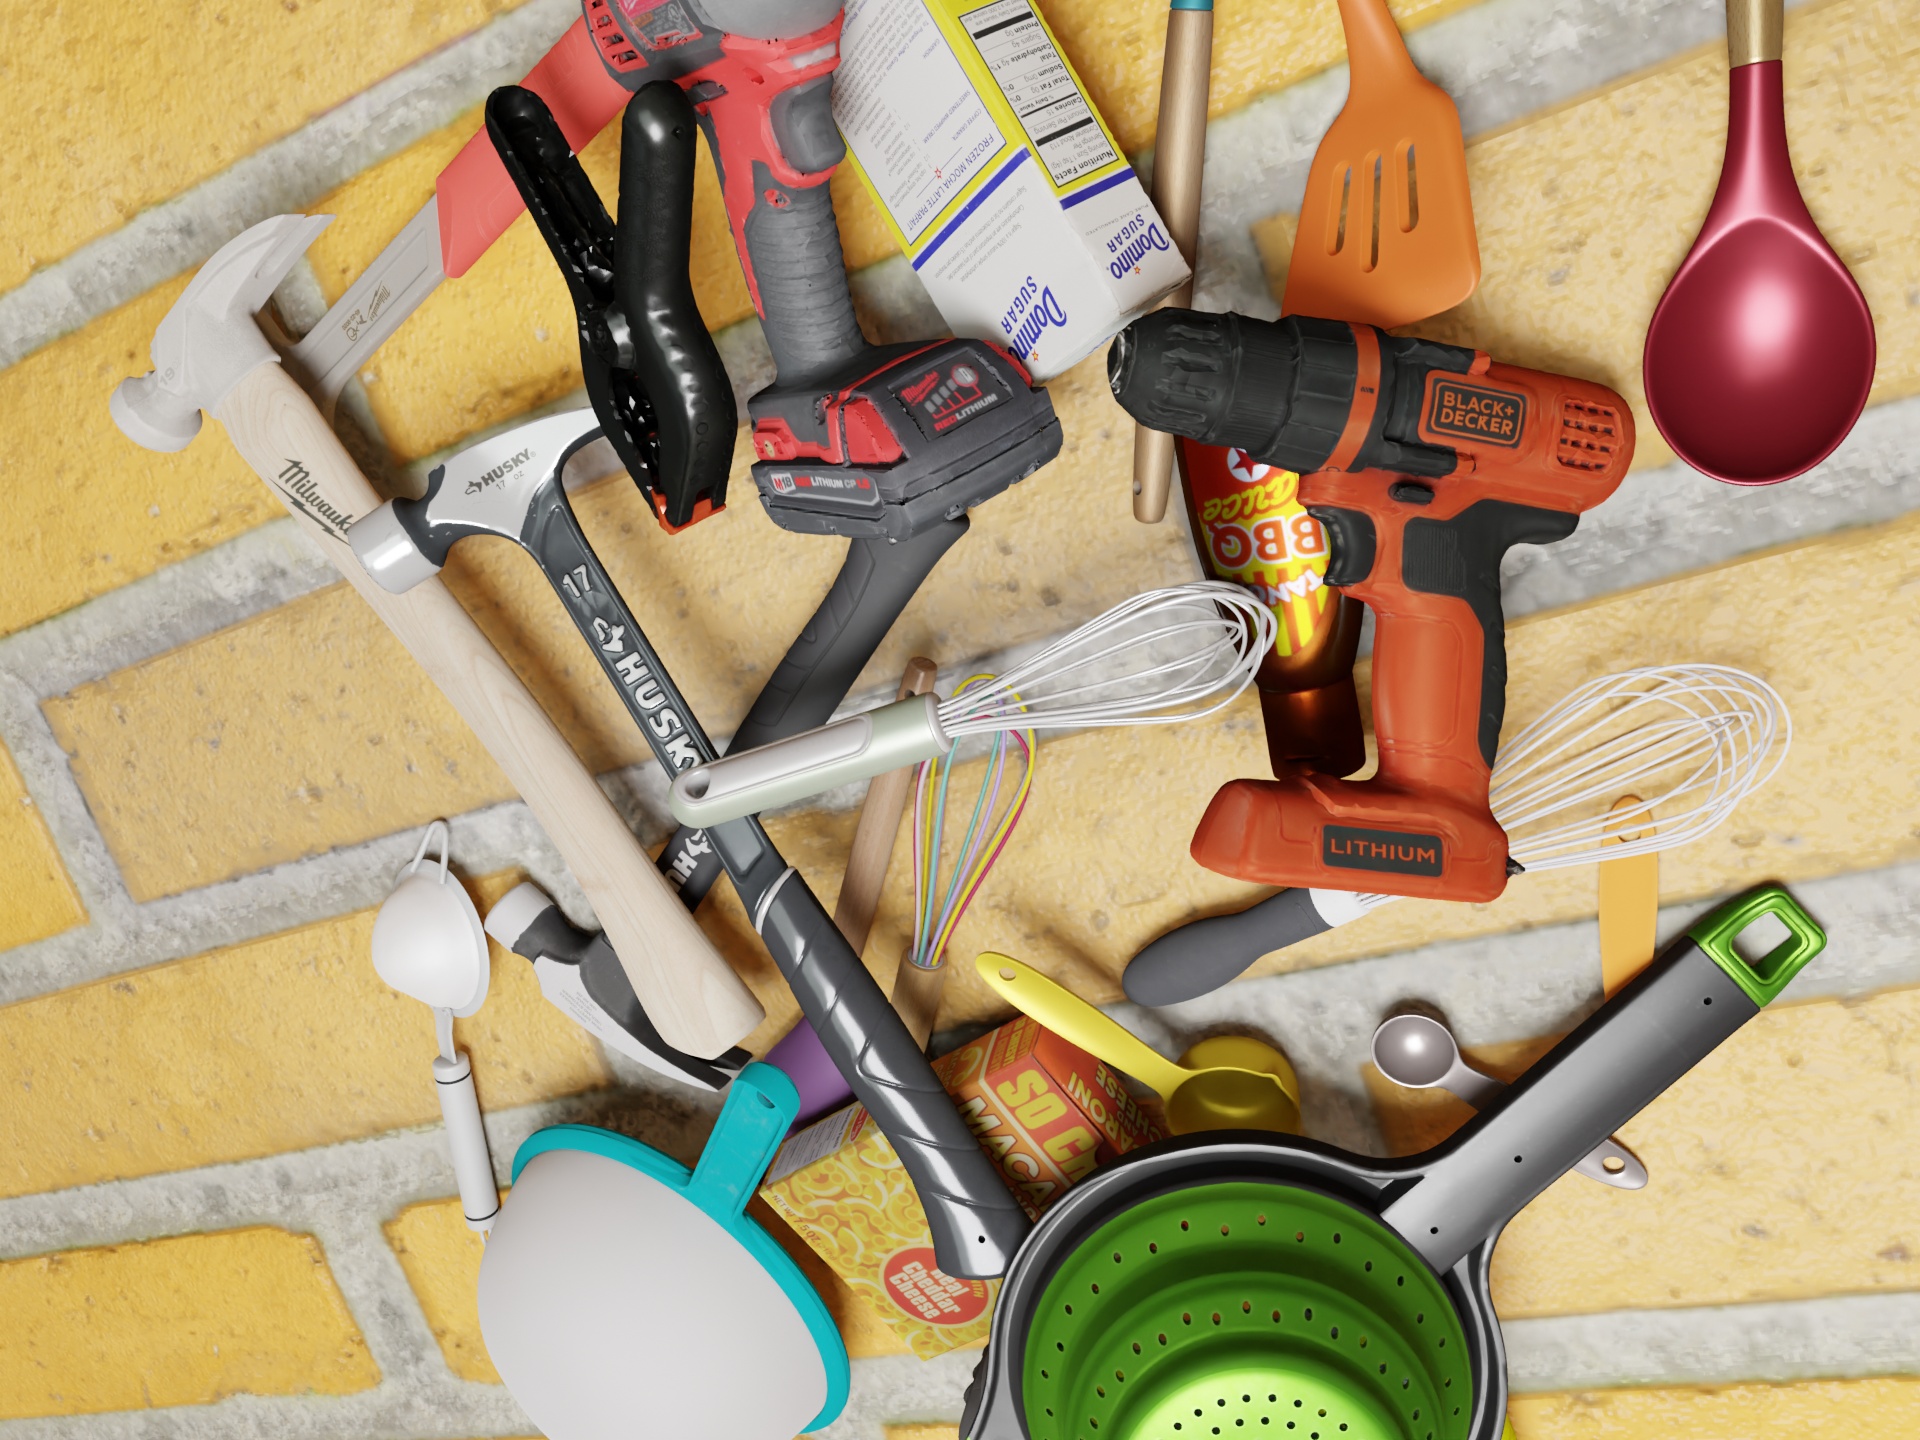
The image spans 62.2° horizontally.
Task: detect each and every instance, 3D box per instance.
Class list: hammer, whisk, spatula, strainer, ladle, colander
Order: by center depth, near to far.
[{"bbox_3d":[0.246,-0.232,0.496,0.069,0.031,0.315,-3,105,20],"label":"ladle"},{"bbox_3d":[0.113,-0.290,0.522,0.081,0.041,0.322,-2,107,51],"label":"spatula"},{"bbox_3d":[0.068,-0.221,0.558,0.082,0.044,0.317,-138,43,-55],"label":"spatula"},{"bbox_3d":[0.167,0.211,0.585,0.204,0.094,0.397,45,100,-3],"label":"colander"},{"bbox_3d":[-0.001,-0.002,0.601,0.246,0.058,0.059,-17,145,14],"label":"whisk"},{"bbox_3d":[0.173,0.054,0.612,0.284,0.070,0.070,-31,95,32],"label":"whisk"},{"bbox_3d":[-0.083,0.054,0.660,0.149,0.036,0.409,-32,91,2],"label":"hammer"},{"bbox_3d":[-0.189,-0.224,0.672,0.359,0.037,0.149,-33,94,28],"label":"hammer"},{"bbox_3d":[-0.009,0.090,0.706,0.047,0.051,0.244,18,117,9],"label":"whisk"},{"bbox_3d":[-0.215,-0.026,0.713,0.146,0.038,0.410,-36,92,28],"label":"hammer"},{"bbox_3d":[-0.094,0.032,0.724,0.146,0.035,0.334,40,118,6],"label":"hammer"},{"bbox_3d":[-0.145,0.268,0.736,0.211,0.095,0.340,36,137,8],"label":"strainer"},{"bbox_3d":[-0.052,0.109,0.737,0.060,0.018,0.315,22,119,12],"label":"spatula"},{"bbox_3d":[-0.273,0.179,0.846,0.087,0.050,0.258,14,118,37],"label":"strainer"}]

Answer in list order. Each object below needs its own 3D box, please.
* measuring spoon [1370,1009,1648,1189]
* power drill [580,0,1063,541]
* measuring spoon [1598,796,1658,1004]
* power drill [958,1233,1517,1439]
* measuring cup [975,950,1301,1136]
[{"bbox_3d":[0.225,0.154,0.650,0.124,0.018,0.034,30,117,2],"label":"measuring spoon"},{"bbox_3d":[-0.049,-0.179,0.561,0.143,0.078,0.219,12,129,54],"label":"power drill"},{"bbox_3d":[0.257,0.084,0.613,0.021,0.011,0.117,1,105,22],"label":"measuring spoon"},{"bbox_3d":[0.133,0.333,0.710,0.228,0.080,0.190,-21,98,22],"label":"power drill"},{"bbox_3d":[0.075,0.134,0.676,0.156,0.029,0.062,32,122,-4],"label":"measuring cup"}]
